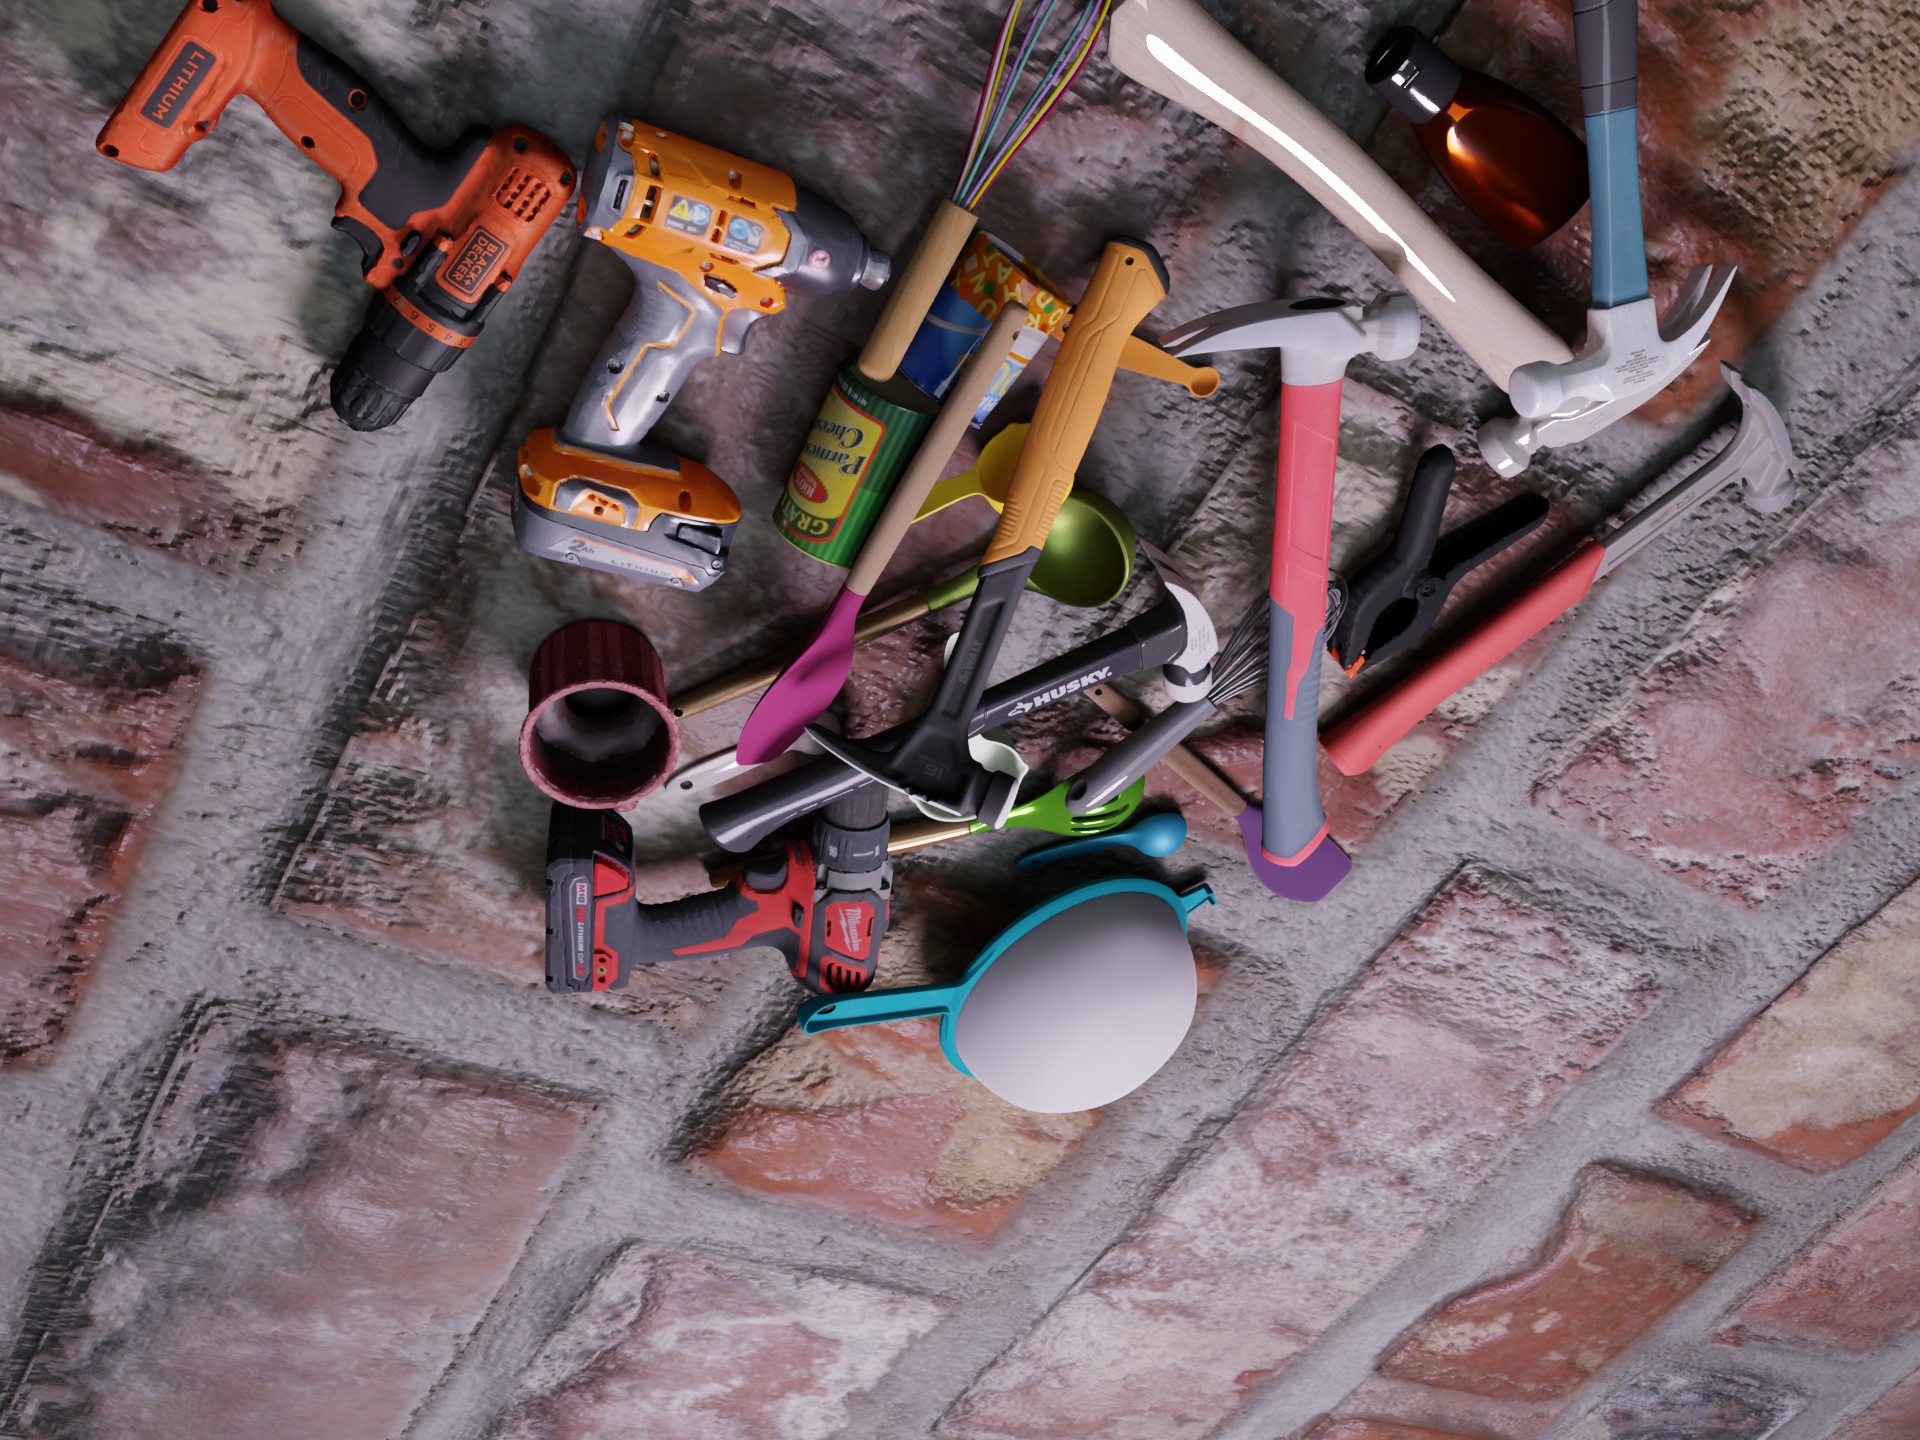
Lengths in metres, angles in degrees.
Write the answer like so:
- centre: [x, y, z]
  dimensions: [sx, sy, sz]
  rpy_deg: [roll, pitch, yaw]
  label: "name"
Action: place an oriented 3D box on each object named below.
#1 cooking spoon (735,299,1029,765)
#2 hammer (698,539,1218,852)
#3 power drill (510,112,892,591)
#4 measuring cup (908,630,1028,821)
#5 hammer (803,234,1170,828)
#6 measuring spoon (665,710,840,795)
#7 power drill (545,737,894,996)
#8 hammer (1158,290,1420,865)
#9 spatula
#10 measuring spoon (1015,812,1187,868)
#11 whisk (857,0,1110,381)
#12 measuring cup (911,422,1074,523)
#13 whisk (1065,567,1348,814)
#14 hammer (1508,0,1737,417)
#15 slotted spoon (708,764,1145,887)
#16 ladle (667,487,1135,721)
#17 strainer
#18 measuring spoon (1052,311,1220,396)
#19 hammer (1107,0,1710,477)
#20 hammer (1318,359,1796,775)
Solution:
- centre: [-0.047, -0.095, 0.893]
  dimensions: [0.068, 0.017, 0.318]
  rpy_deg: [-8, 137, -54]
  label: "cooking spoon"
- centre: [0.000, -0.002, 0.969]
  dimensions: [0.335, 0.035, 0.146]
  rpy_deg: [-23, 148, -4]
  label: "hammer"
- centre: [-0.141, -0.188, 0.853]
  dimensions: [0.164, 0.084, 0.226]
  rpy_deg: [12, 118, -24]
  label: "power drill"
- centre: [-0.002, -0.003, 1.034]
  dimensions: [0.083, 0.038, 0.167]
  rpy_deg: [-13, 135, -9]
  label: "measuring cup"
- centre: [0.029, -0.115, 0.901]
  dimensions: [0.127, 0.034, 0.337]
  rpy_deg: [23, 94, 5]
  label: "hammer"
- centre: [-0.136, 0.027, 1.045]
  dimensions: [0.124, 0.018, 0.034]
  rpy_deg: [-22, 128, 2]
  label: "measuring spoon"
- centre: [-0.154, 0.096, 1.041]
  dimensions: [0.226, 0.080, 0.187]
  rpy_deg: [2, 118, -13]
  label: "power drill"
- centre: [0.194, -0.068, 0.985]
  dimensions: [0.143, 0.038, 0.386]
  rpy_deg: [-8, 123, -6]
  label: "hammer"
- centre: [0.184, 0.052, 1.147]
  dimensions: [0.060, 0.018, 0.315]
  rpy_deg: [-46, 124, 9]
  label: "spatula"
- centre: [0.104, 0.097, 1.152]
  dimensions: [0.128, 0.021, 0.042]
  rpy_deg: [-14, 145, -2]
  label: "measuring spoon"
- centre: [0.009, -0.289, 0.827]
  dimensions: [0.047, 0.051, 0.245]
  rpy_deg: [30, 108, -1]
  label: "whisk"
- centre: [-0.005, -0.129, 0.956]
  dimensions: [0.156, 0.062, 0.029]
  rpy_deg: [-20, 150, 15]
  label: "measuring cup"
- centre: [0.161, -0.017, 1.063]
  dimensions: [0.239, 0.055, 0.055]
  rpy_deg: [-40, 125, 10]
  label: "whisk"
- centre: [0.341, -0.336, 0.839]
  dimensions: [0.128, 0.033, 0.330]
  rpy_deg: [-15, 109, -11]
  label: "hammer"
- centre: [-0.019, 0.080, 1.109]
  dimensions: [0.313, 0.031, 0.070]
  rpy_deg: [-11, 137, -5]
  label: "slotted spoon"
- centre: [-0.044, -0.059, 0.986]
  dimensions: [0.320, 0.062, 0.078]
  rpy_deg: [-23, 111, 5]
  label: "ladle"
- centre: [0.047, 0.219, 1.125]
  dimensions: [0.340, 0.095, 0.211]
  rpy_deg: [1, 127, -38]
  label: "strainer"
- centre: [0.102, -0.218, 0.939]
  dimensions: [0.116, 0.011, 0.021]
  rpy_deg: [16, 120, -20]
  label: "measuring spoon"
- centre: [0.245, -0.282, 0.883]
  dimensions: [0.410, 0.038, 0.146]
  rpy_deg: [30, 136, -29]
  label: "hammer"
- centre: [0.394, -0.085, 1.080]
  dimensions: [0.359, 0.037, 0.149]
  rpy_deg: [-39, 140, 16]
  label: "hammer"
